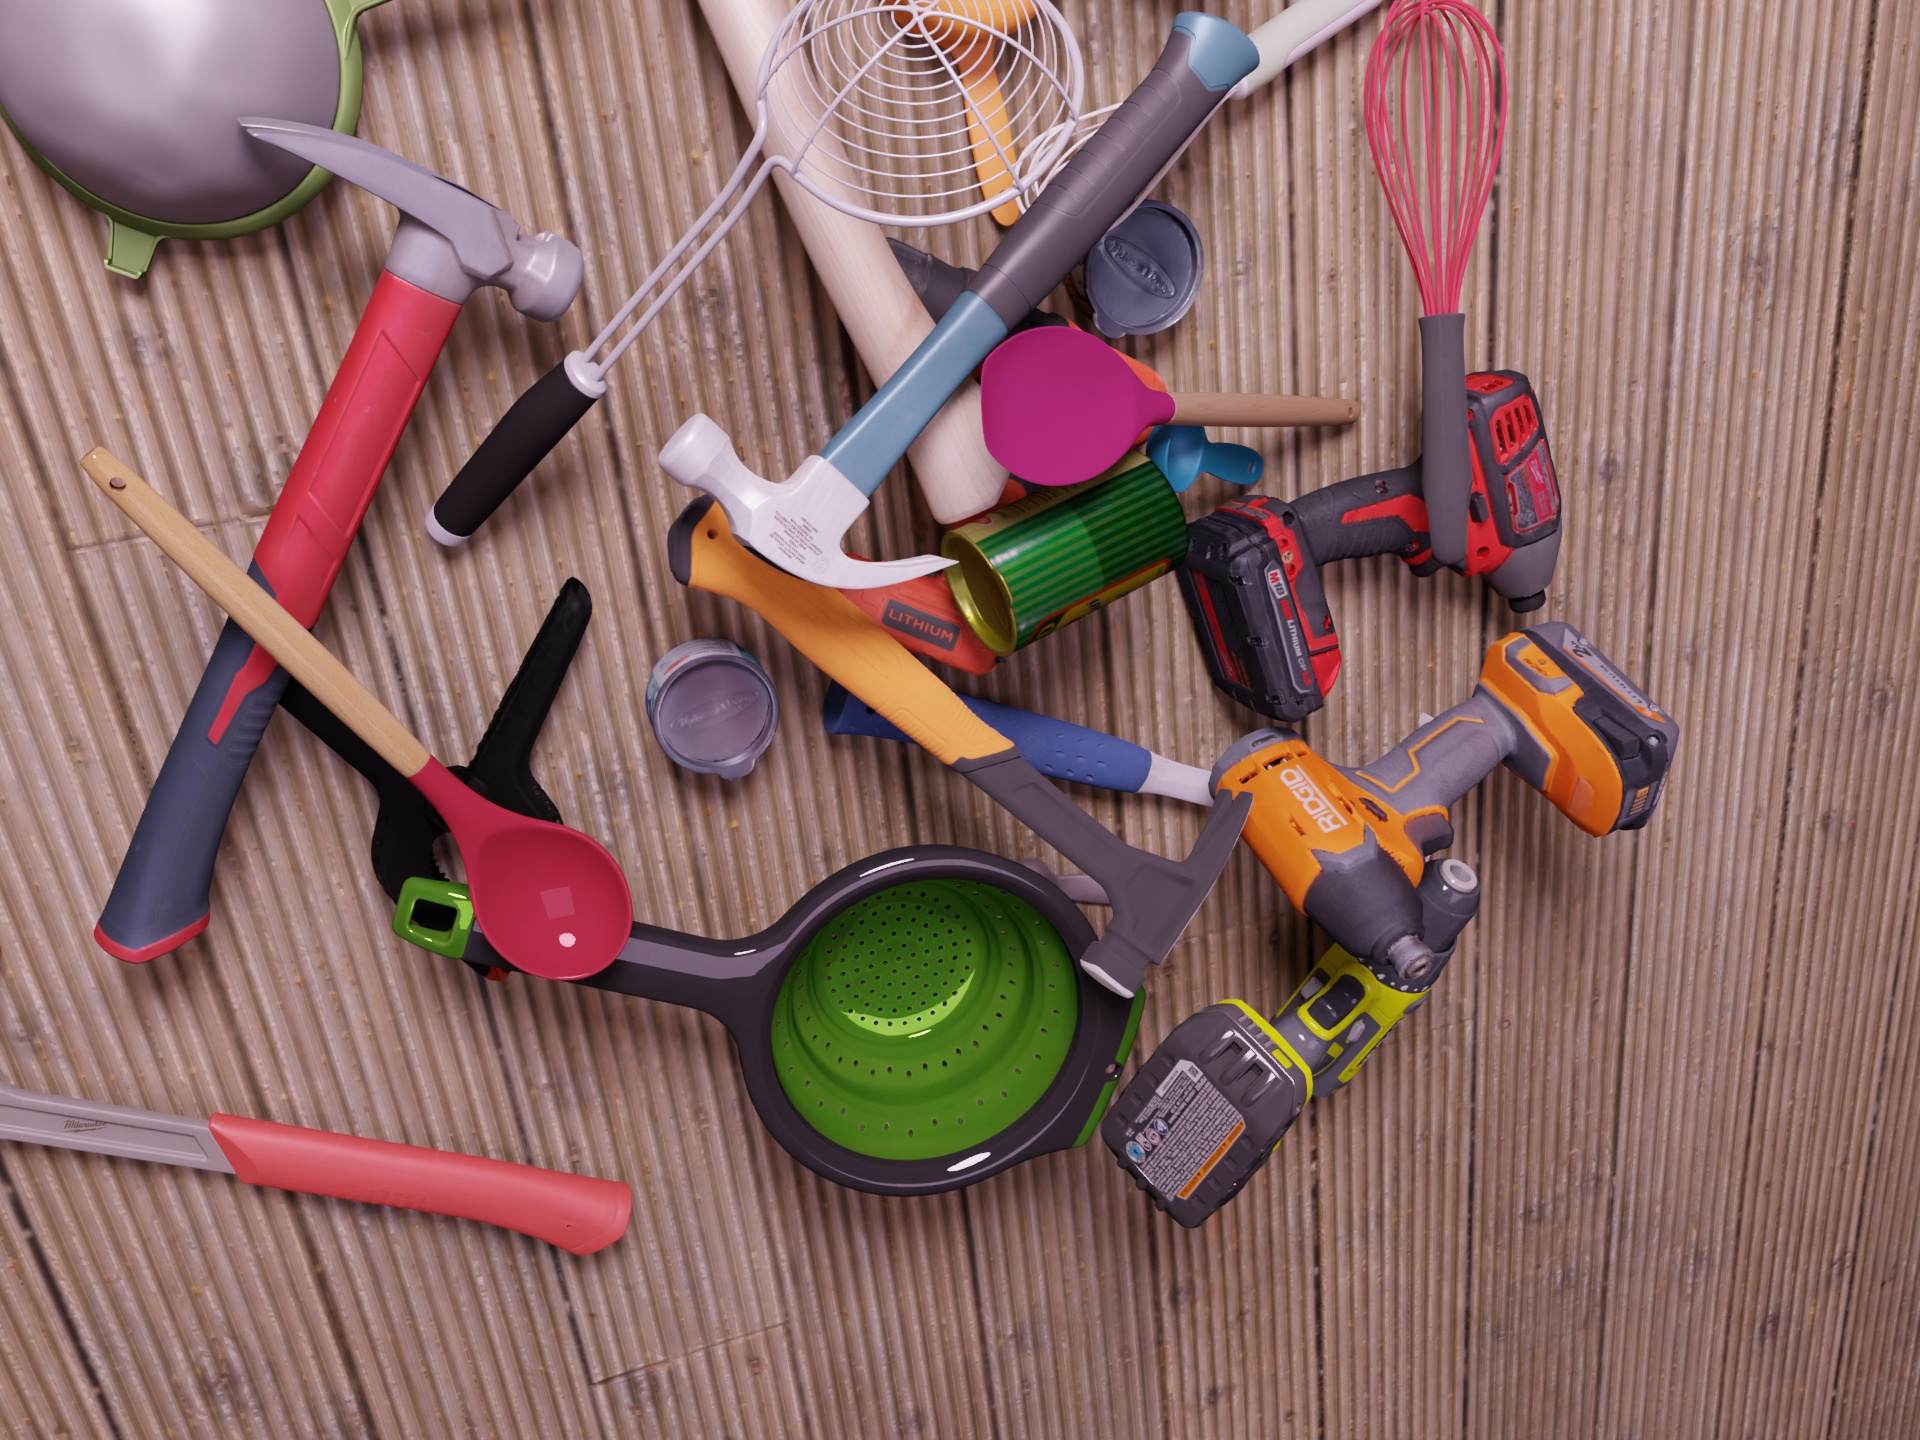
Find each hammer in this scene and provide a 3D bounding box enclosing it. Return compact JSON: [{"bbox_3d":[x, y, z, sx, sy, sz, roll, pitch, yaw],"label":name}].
[{"bbox_3d":[0.019,-0.194,0.716,0.128,0.033,0.331,43,82,-23],"label":"hammer"},{"bbox_3d":[0.116,0.026,0.926,0.405,0.035,0.144,14,106,-23],"label":"hammer"},{"bbox_3d":[-0.001,-0.003,0.796,0.336,0.034,0.127,39,80,-18],"label":"hammer"},{"bbox_3d":[-0.347,0.225,0.845,0.358,0.037,0.149,18,104,-24],"label":"hammer"},{"bbox_3d":[-0.311,-0.061,0.695,0.143,0.038,0.386,18,107,-41],"label":"hammer"},{"bbox_3d":[-0.088,-0.273,0.703,0.146,0.038,0.410,-27,108,-6],"label":"hammer"}]

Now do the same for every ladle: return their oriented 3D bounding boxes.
[{"bbox_3d":[-0.258,0.004,0.701,0.069,0.031,0.315,-43,119,-9],"label":"ladle"}]

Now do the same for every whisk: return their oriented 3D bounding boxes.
[{"bbox_3d":[0.248,-0.228,0.822,0.073,0.073,0.296,-6,97,-17],"label":"whisk"},{"bbox_3d":[0.128,-0.313,0.785,0.246,0.057,0.059,-36,84,-11],"label":"whisk"}]

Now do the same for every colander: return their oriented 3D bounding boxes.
[{"bbox_3d":[-0.100,0.131,0.864,0.397,0.095,0.204,16,102,-18],"label":"colander"}]

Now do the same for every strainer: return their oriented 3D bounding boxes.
[{"bbox_3d":[-0.271,-0.281,0.627,0.256,0.069,0.151,-20,116,3],"label":"strainer"}]

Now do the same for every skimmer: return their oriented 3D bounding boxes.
[{"bbox_3d":[-0.106,-0.184,0.692,0.363,0.127,0.090,-37,160,32],"label":"skimmer"}]

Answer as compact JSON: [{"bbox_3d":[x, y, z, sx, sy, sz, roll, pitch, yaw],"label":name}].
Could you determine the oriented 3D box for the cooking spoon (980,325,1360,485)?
[{"bbox_3d":[0.114,-0.152,0.780,0.318,0.017,0.068,-11,103,-47],"label":"cooking spoon"}]

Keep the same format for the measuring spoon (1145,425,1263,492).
[{"bbox_3d":[0.129,-0.140,0.846,0.128,0.021,0.042,-4,107,-58],"label":"measuring spoon"}]

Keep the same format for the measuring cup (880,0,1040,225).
[{"bbox_3d":[0.013,-0.318,0.743,0.095,0.052,0.173,-18,113,-12],"label":"measuring cup"}]

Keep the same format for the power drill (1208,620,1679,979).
[{"bbox_3d":[0.273,0.046,0.874,0.226,0.164,0.084,-21,138,-12],"label":"power drill"}]

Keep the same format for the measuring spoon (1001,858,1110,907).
[{"bbox_3d":[0.082,0.103,0.954,0.124,0.018,0.034,4,109,-21],"label":"measuring spoon"}]

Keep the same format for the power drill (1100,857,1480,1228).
[{"bbox_3d":[0.199,0.177,0.914,0.228,0.080,0.190,-23,150,-43],"label":"power drill"}]

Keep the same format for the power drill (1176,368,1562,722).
[{"bbox_3d":[0.242,-0.093,0.899,0.219,0.079,0.143,-27,113,-11],"label":"power drill"}]
